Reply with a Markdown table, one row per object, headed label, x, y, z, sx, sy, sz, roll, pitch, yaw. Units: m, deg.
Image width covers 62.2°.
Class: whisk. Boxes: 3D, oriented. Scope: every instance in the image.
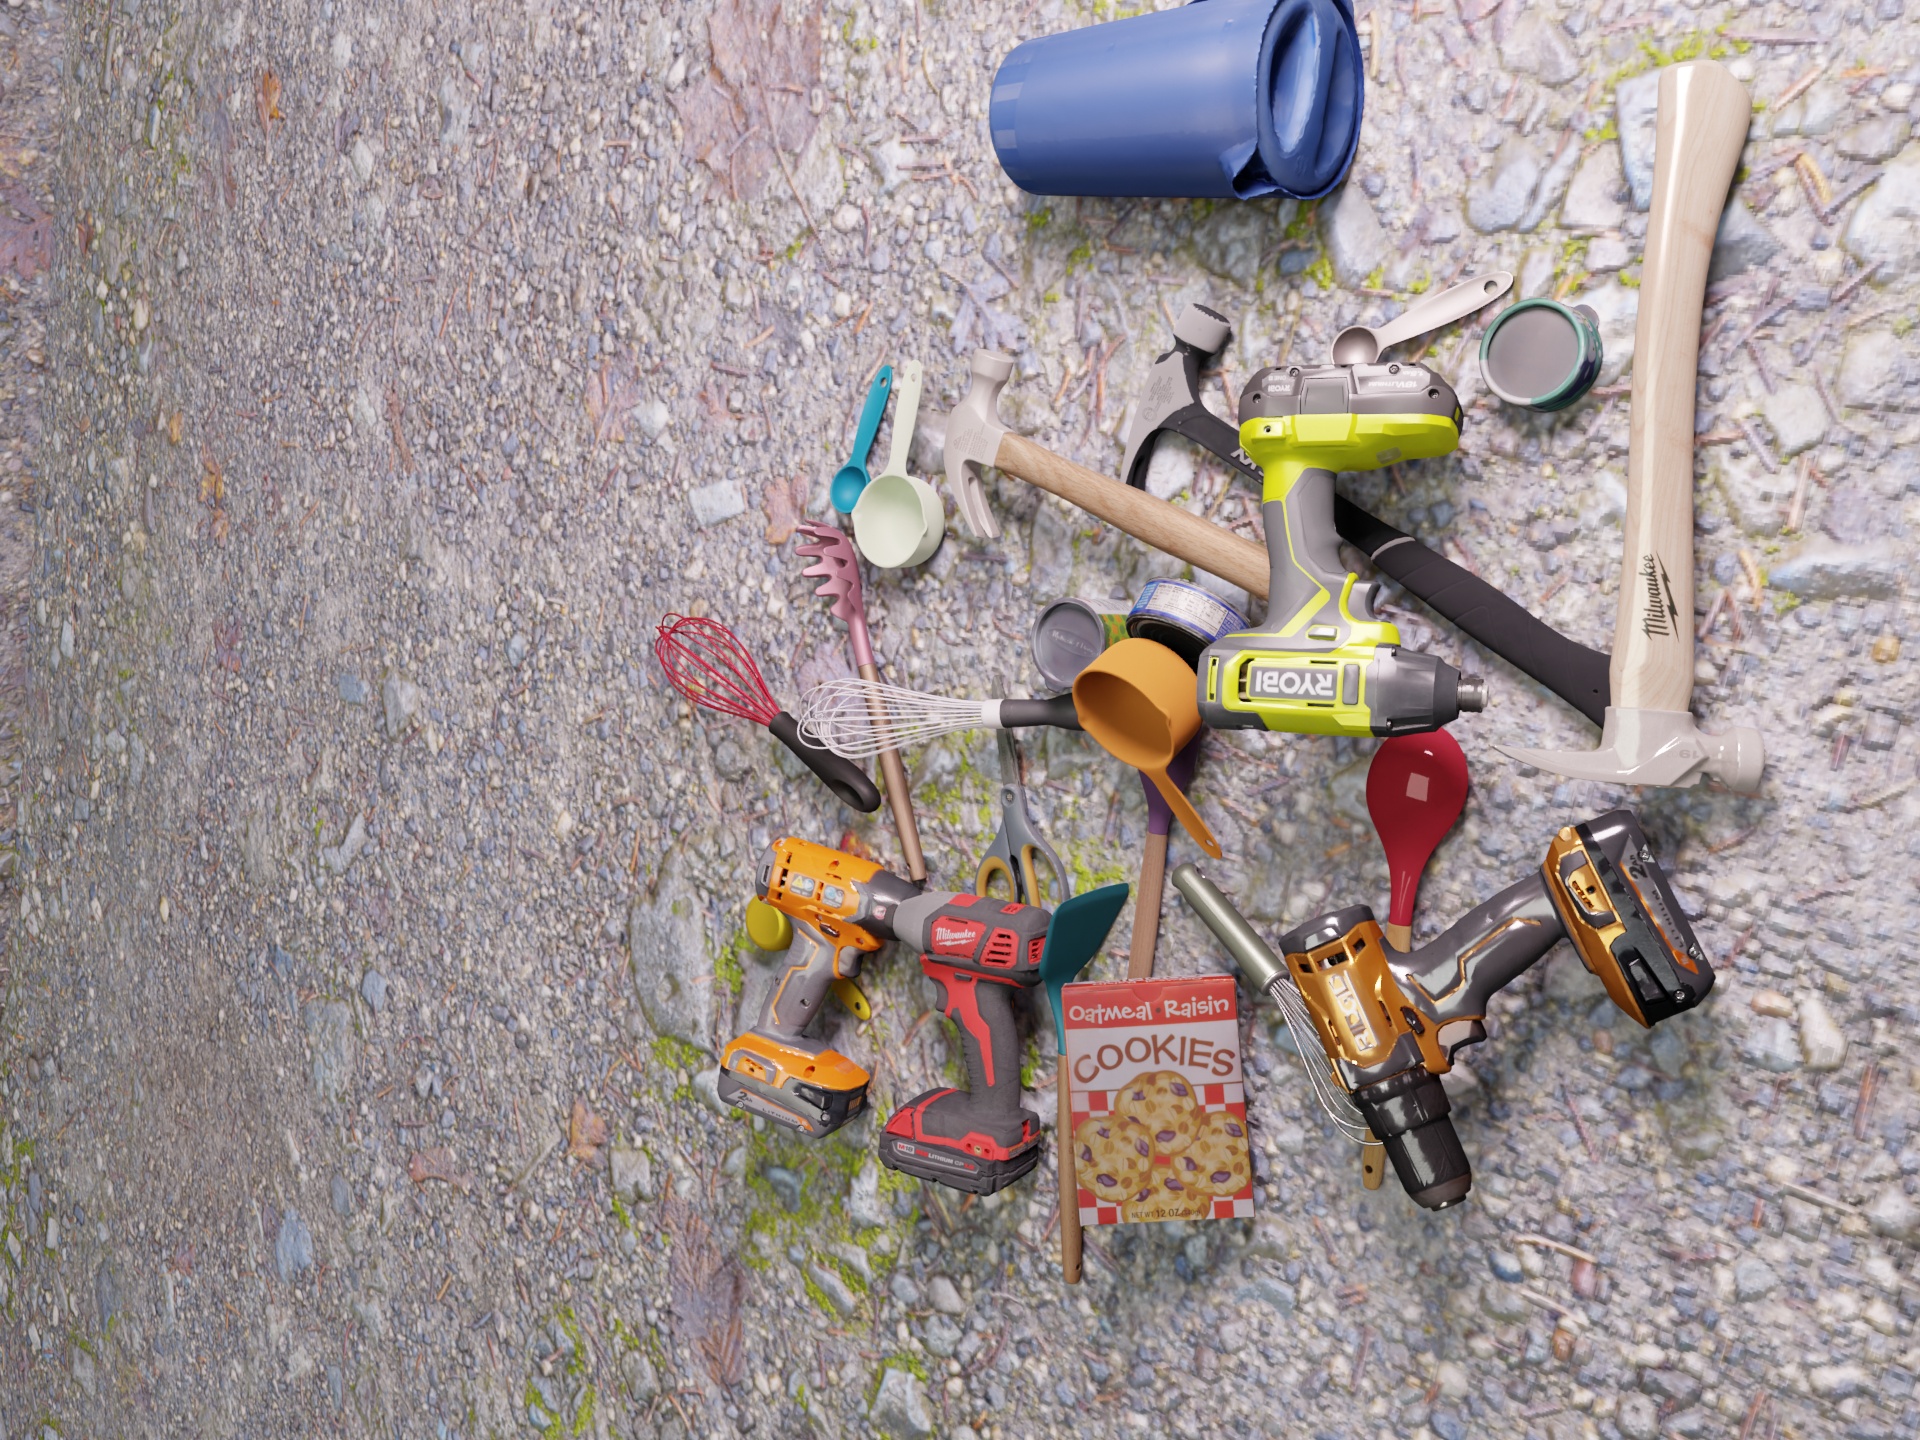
| label | x | y | z | sx | sy | sz | roll | pitch | yaw |
| --- | --- | --- | --- | --- | --- | --- | --- | --- | --- |
| whisk | -0.170 | -0.008 | 1.387 | 0.296 | 0.073 | 0.073 | 38 | 114 | 29 |
| whisk | -0.002 | -0.003 | 1.235 | 0.285 | 0.070 | 0.070 | -2 | 91 | 26 |
| whisk | 0.218 | 0.185 | 1.078 | 0.059 | 0.057 | 0.247 | -46 | 52 | 10 |

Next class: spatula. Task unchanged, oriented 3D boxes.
| label | x | y | z | sx | sy | sz | roll | pitch | yaw |
| --- | --- | --- | --- | --- | --- | --- | --- | --- | --- |
| spatula | 0.140 | 0.108 | 1.170 | 0.060 | 0.018 | 0.316 | 11 | 97 | 41 |
| spatula | 0.088 | 0.278 | 1.199 | 0.044 | 0.082 | 0.317 | 7 | 102 | 45 |

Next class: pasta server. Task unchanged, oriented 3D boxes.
| label | x | y | z | sx | sy | sz | roll | pitch | yaw |
| --- | --- | --- | --- | --- | --- | --- | --- | --- | --- |
| pasta server | -0.079 | -0.018 | 1.331 | 0.060 | 0.040 | 0.316 | -29 | 74 | 63 |

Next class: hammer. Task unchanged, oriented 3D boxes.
| label | x | y | z | sx | sy | sz | roll | pitch | yaw |
| --- | --- | --- | --- | --- | --- | --- | --- | --- | --- |
| hammer | 0.114 | -0.150 | 1.130 | 0.332 | 0.031 | 0.130 | 32 | 115 | 33 |
| hammer | 0.266 | -0.119 | 1.049 | 0.409 | 0.036 | 0.149 | 42 | 117 | 30 |
| hammer | 0.394 | -0.168 | 0.915 | 0.146 | 0.038 | 0.410 | 4 | 91 | 11 |

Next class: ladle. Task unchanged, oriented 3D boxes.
| label | x | y | z | sx | sy | sz | roll | pitch | yaw |
| --- | --- | --- | --- | --- | --- | --- | --- | --- | --- |
| ladle | 0.287 | 0.159 | 1.050 | 0.069 | 0.031 | 0.315 | 10 | 100 | 41 |

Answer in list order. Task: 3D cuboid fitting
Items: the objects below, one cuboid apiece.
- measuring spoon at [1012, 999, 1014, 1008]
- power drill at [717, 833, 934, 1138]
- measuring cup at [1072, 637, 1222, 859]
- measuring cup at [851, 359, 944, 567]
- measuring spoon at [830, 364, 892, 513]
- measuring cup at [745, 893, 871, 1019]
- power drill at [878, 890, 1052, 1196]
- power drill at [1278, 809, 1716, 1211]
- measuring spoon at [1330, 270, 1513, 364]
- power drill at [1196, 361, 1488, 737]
| label | x | y | z | sx | sy | sz | roll | pitch | yaw |
| --- | --- | --- | --- | --- | --- | --- | --- | --- | --- |
| measuring spoon | 0.028 | 0.275 | 1.271 | 0.021 | 0.011 | 0.117 | 11 | 99 | 38 |
| power drill | -0.107 | 0.224 | 1.327 | 0.164 | 0.084 | 0.226 | 15 | 96 | 20 |
| measuring cup | 0.151 | 0.018 | 1.121 | 0.173 | 0.052 | 0.095 | 55 | 151 | -18 |
| measuring cup | -0.040 | -0.206 | 1.293 | 0.083 | 0.038 | 0.167 | 15 | 99 | 38 |
| measuring spoon | -0.075 | -0.234 | 1.336 | 0.042 | 0.021 | 0.128 | 22 | 96 | 37 |
| measuring cup | -0.134 | 0.207 | 1.388 | 0.157 | 0.029 | 0.062 | 43 | 117 | 28 |
| power drill | -0.001 | 0.242 | 1.238 | 0.143 | 0.078 | 0.219 | 7 | 98 | 30 |
| power drill | 0.325 | 0.172 | 0.946 | 0.226 | 0.084 | 0.185 | -27 | 72 | 19 |
| measuring spoon | 0.300 | -0.258 | 1.033 | 0.124 | 0.018 | 0.034 | -22 | 78 | 31 |
| power drill | 0.242 | -0.101 | 0.985 | 0.171 | 0.080 | 0.223 | 3 | 86 | 23 |
